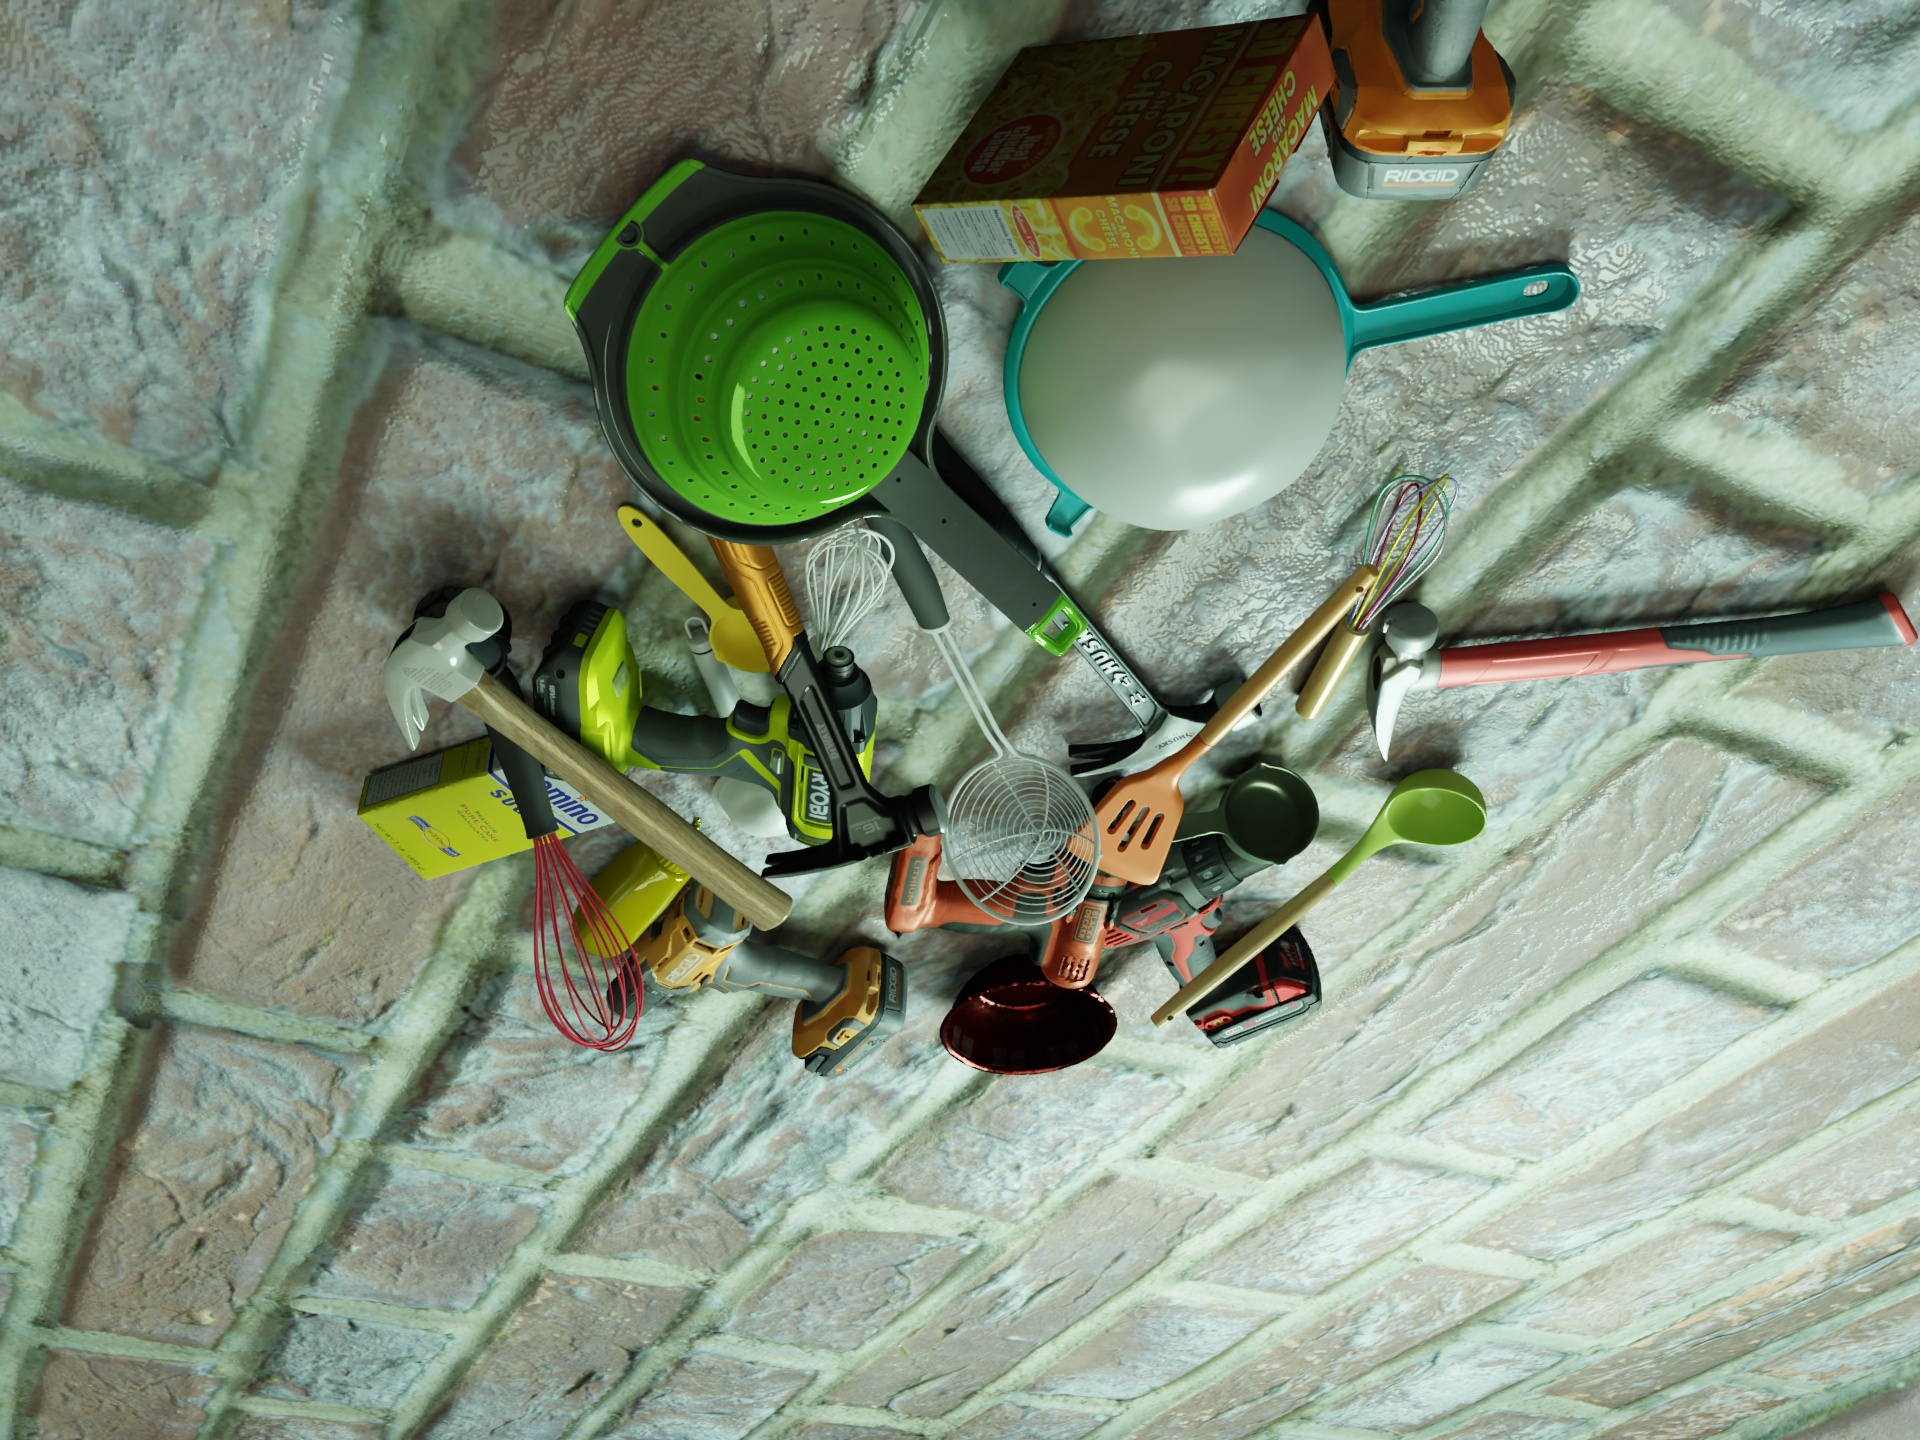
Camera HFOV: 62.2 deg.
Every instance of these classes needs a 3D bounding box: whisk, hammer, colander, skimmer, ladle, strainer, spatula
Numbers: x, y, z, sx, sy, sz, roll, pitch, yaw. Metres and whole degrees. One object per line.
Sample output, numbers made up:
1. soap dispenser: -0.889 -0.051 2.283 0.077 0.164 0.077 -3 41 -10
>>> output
1. whisk: -0.091 -0.055 1.080 0.057 0.059 0.246 -8 151 -20
2. whisk: 0.280 -0.080 1.103 0.051 0.047 0.244 16 140 -1
3. hammer: 0.052 -0.089 1.079 0.149 0.036 0.408 -25 134 23
4. colander: -0.036 -0.139 0.905 0.204 0.095 0.396 -48 126 4
5. hammer: 0.496 -0.042 1.168 0.386 0.038 0.143 -5 140 1
6. hammer: -0.122 -0.059 0.984 0.127 0.034 0.336 -18 109 9
7. hammer: -0.241 0.045 1.069 0.130 0.031 0.331 -28 125 32
8. skimmer: -0.002 -0.004 1.101 0.127 0.090 0.362 -4 134 26
9. ladle: 0.283 0.151 1.277 0.320 0.062 0.078 -40 122 6
10. whisk: -0.292 0.099 1.132 0.073 0.073 0.296 -14 97 11
11. strainer: 0.197 -0.197 0.914 0.340 0.095 0.210 -12 132 3
12. strainer: -0.161 0.019 1.177 0.087 0.050 0.258 -11 135 4
13. spatula: 0.191 0.005 1.133 0.081 0.041 0.322 25 131 -16

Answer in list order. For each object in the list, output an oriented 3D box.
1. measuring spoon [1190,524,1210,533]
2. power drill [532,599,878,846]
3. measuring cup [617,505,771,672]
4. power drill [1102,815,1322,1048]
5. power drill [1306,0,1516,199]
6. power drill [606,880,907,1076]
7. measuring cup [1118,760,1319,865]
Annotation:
1. measuring spoon: 0.128 -0.154 1.022 0.034 0.018 0.124 -29 132 25
2. power drill: -0.168 -0.003 1.082 0.223 0.080 0.171 12 136 3
3. measuring cup: -0.170 -0.094 1.065 0.062 0.029 0.156 -25 124 28
4. power drill: 0.229 0.175 1.361 0.188 0.080 0.226 -29 130 21
5. power drill: 0.218 -0.368 0.708 0.084 0.164 0.226 -2 151 -3
6. power drill: -0.183 0.235 1.388 0.226 0.084 0.185 27 130 -25
7. measuring cup: 0.195 0.082 1.246 0.167 0.083 0.038 -9 168 -4
